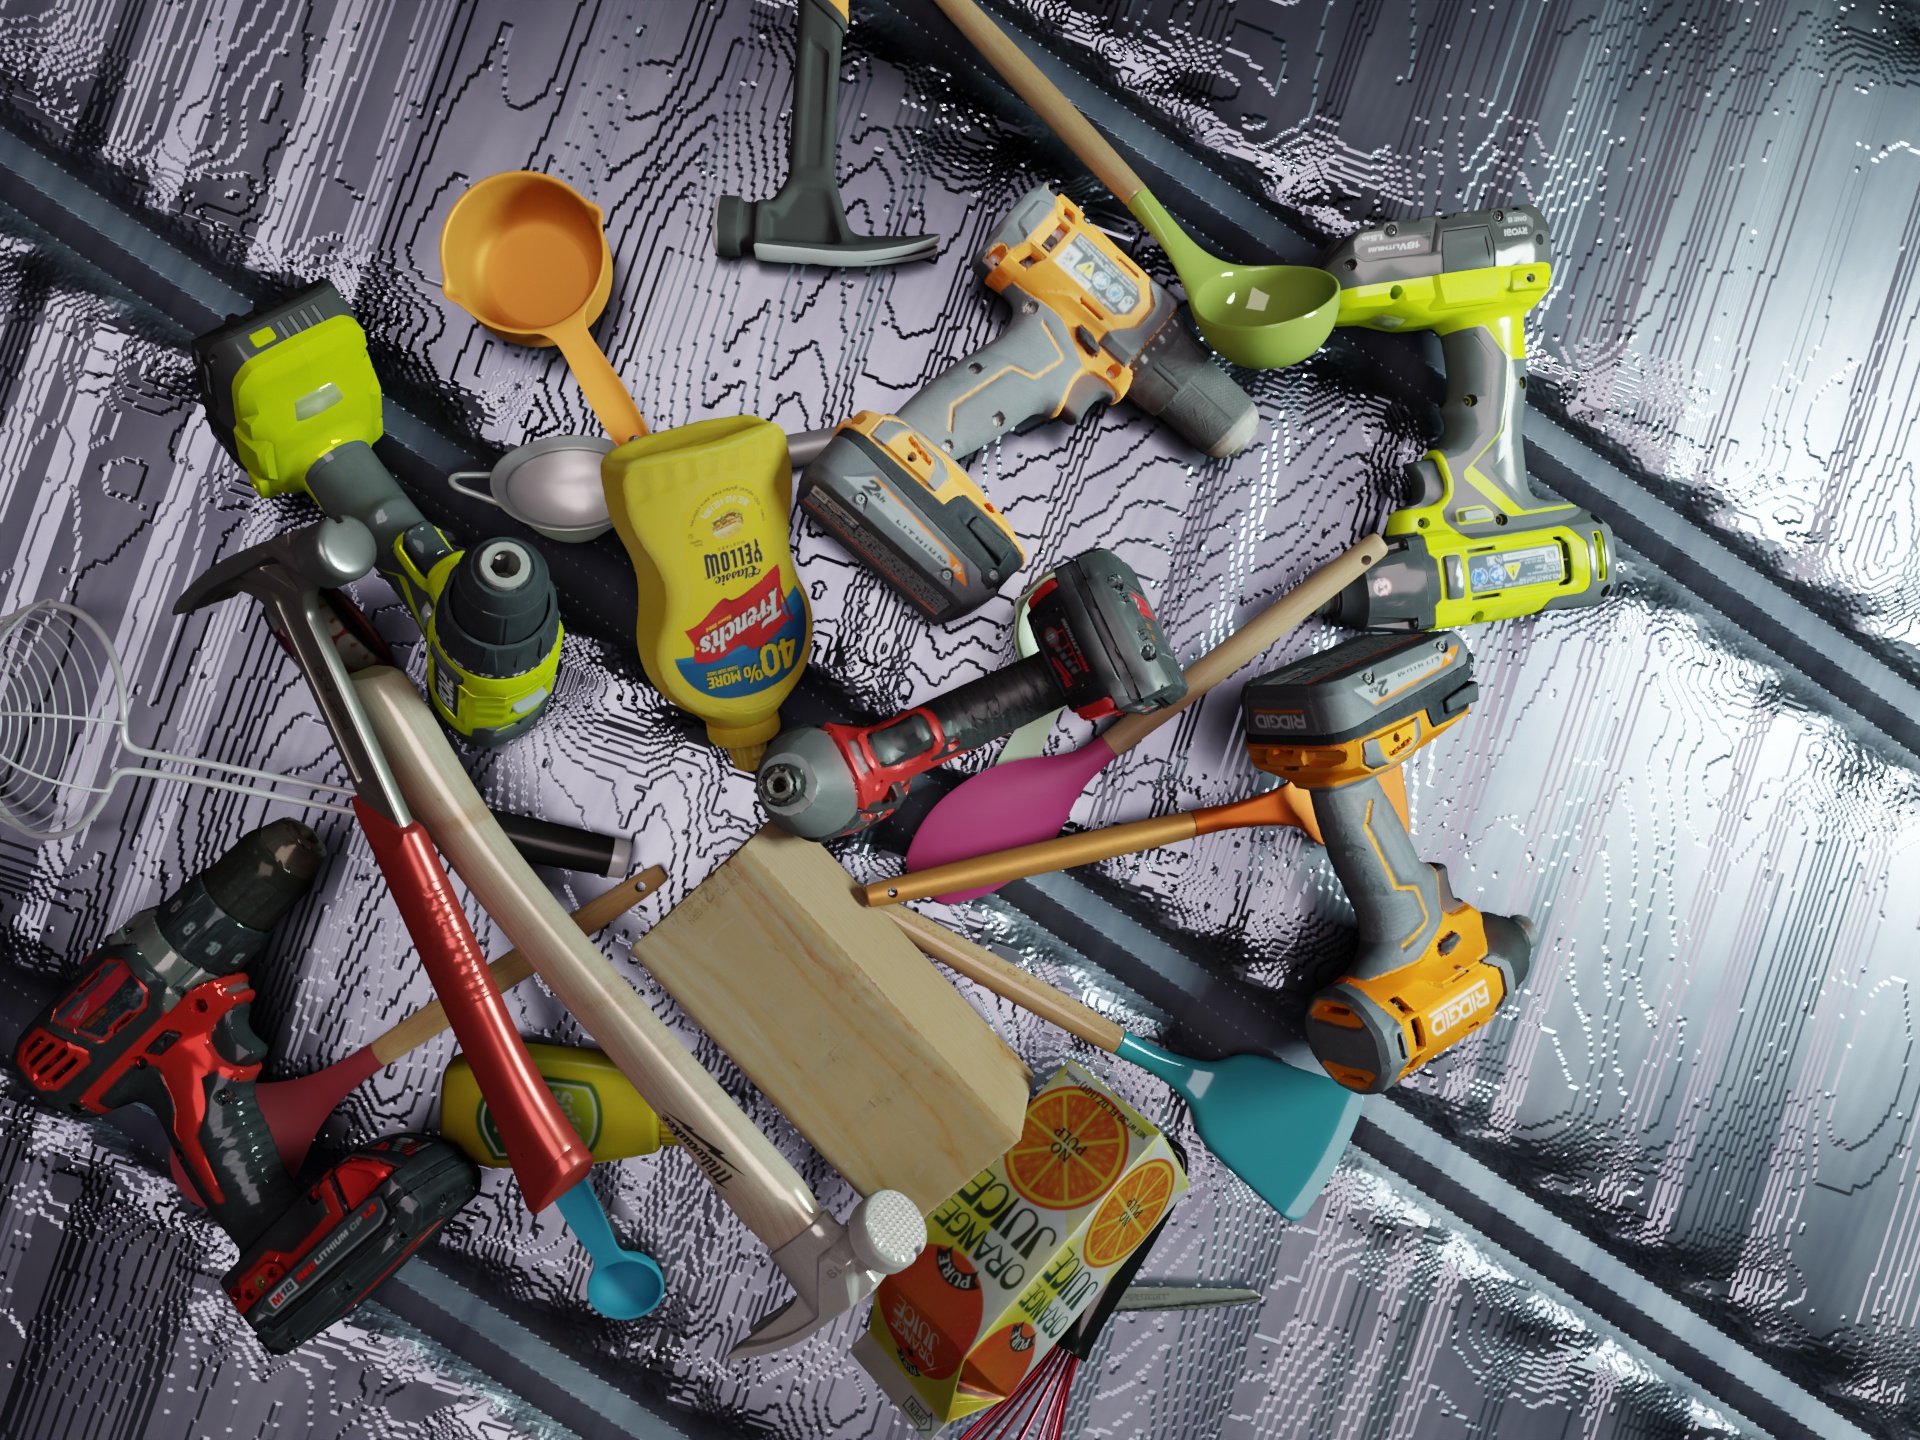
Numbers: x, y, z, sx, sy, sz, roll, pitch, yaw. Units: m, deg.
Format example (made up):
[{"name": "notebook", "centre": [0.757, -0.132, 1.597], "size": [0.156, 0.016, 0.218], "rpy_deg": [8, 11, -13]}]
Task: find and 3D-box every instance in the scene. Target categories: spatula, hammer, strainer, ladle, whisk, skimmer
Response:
[{"name": "spatula", "centre": [0.069, 0.169, 0.895], "size": [0.317, 0.044, 0.082], "rpy_deg": [29, 89, -2]}, {"name": "hammer", "centre": [-0.068, -0.425, 0.895], "size": [0.127, 0.034, 0.337], "rpy_deg": [3, 89, -3]}, {"name": "hammer", "centre": [-0.278, 0.081, 0.798], "size": [0.149, 0.037, 0.359], "rpy_deg": [-14, 102, 39]}, {"name": "strainer", "centre": [-0.147, -0.138, 0.884], "size": [0.258, 0.050, 0.087], "rpy_deg": [-12, 48, -9]}, {"name": "spatula", "centre": [0.104, 0.063, 0.892], "size": [0.322, 0.041, 0.081], "rpy_deg": [-12, 93, -7]}, {"name": "ladle", "centre": [-0.298, 0.171, 0.878], "size": [0.315, 0.031, 0.069], "rpy_deg": [-33, 92, -5]}, {"name": "ladle", "centre": [0.084, -0.313, 0.871], "size": [0.078, 0.062, 0.320], "rpy_deg": [-35, 79, -27]}, {"name": "whisk", "centre": [0.048, 0.360, 0.863], "size": [0.073, 0.073, 0.296], "rpy_deg": [33, 73, -3]}, {"name": "skimmer", "centre": [-0.362, 0.030, 0.872], "size": [0.363, 0.090, 0.127], "rpy_deg": [14, 97, -14]}, {"name": "hammer", "centre": [-0.194, 0.142, 0.815], "size": [0.411, 0.038, 0.146], "rpy_deg": [49, 124, 6]}]

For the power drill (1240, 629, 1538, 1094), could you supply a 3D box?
[{"name": "power drill", "centre": [0.245, 0.069, 0.872], "size": [0.164, 0.084, 0.226], "rpy_deg": [-20, 101, -32]}]

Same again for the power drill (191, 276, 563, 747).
[{"name": "power drill", "centre": [-0.283, -0.104, 0.803], "size": [0.080, 0.190, 0.228], "rpy_deg": [-37, 87, -25]}]

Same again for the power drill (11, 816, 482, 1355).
[{"name": "power drill", "centre": [-0.350, 0.181, 0.815], "size": [0.188, 0.080, 0.227], "rpy_deg": [-44, 84, 1]}]

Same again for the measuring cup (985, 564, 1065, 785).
[{"name": "measuring cup", "centre": [0.047, -0.012, 0.904], "size": [0.083, 0.038, 0.167], "rpy_deg": [25, 103, -6]}]

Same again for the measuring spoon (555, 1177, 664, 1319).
[{"name": "measuring spoon", "centre": [-0.200, 0.273, 0.869], "size": [0.042, 0.021, 0.128], "rpy_deg": [-20, 112, 0]}]

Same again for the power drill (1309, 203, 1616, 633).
[{"name": "power drill", "centre": [0.267, -0.163, 0.897], "size": [0.171, 0.080, 0.223], "rpy_deg": [-9, 93, -4]}]

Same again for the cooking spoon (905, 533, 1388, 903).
[{"name": "cooking spoon", "centre": [0.103, -0.001, 0.882], "size": [0.319, 0.017, 0.068], "rpy_deg": [-38, 113, 7]}]

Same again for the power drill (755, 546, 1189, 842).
[{"name": "power drill", "centre": [-0.001, -0.003, 0.817], "size": [0.219, 0.143, 0.078], "rpy_deg": [-26, 83, 12]}]

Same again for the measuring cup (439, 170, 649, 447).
[{"name": "measuring cup", "centre": [-0.214, -0.213, 0.875], "size": [0.095, 0.052, 0.173], "rpy_deg": [-30, 94, -4]}]

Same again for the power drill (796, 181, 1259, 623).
[{"name": "power drill", "centre": [0.044, -0.157, 0.871], "size": [0.185, 0.084, 0.226], "rpy_deg": [41, 76, -7]}]
